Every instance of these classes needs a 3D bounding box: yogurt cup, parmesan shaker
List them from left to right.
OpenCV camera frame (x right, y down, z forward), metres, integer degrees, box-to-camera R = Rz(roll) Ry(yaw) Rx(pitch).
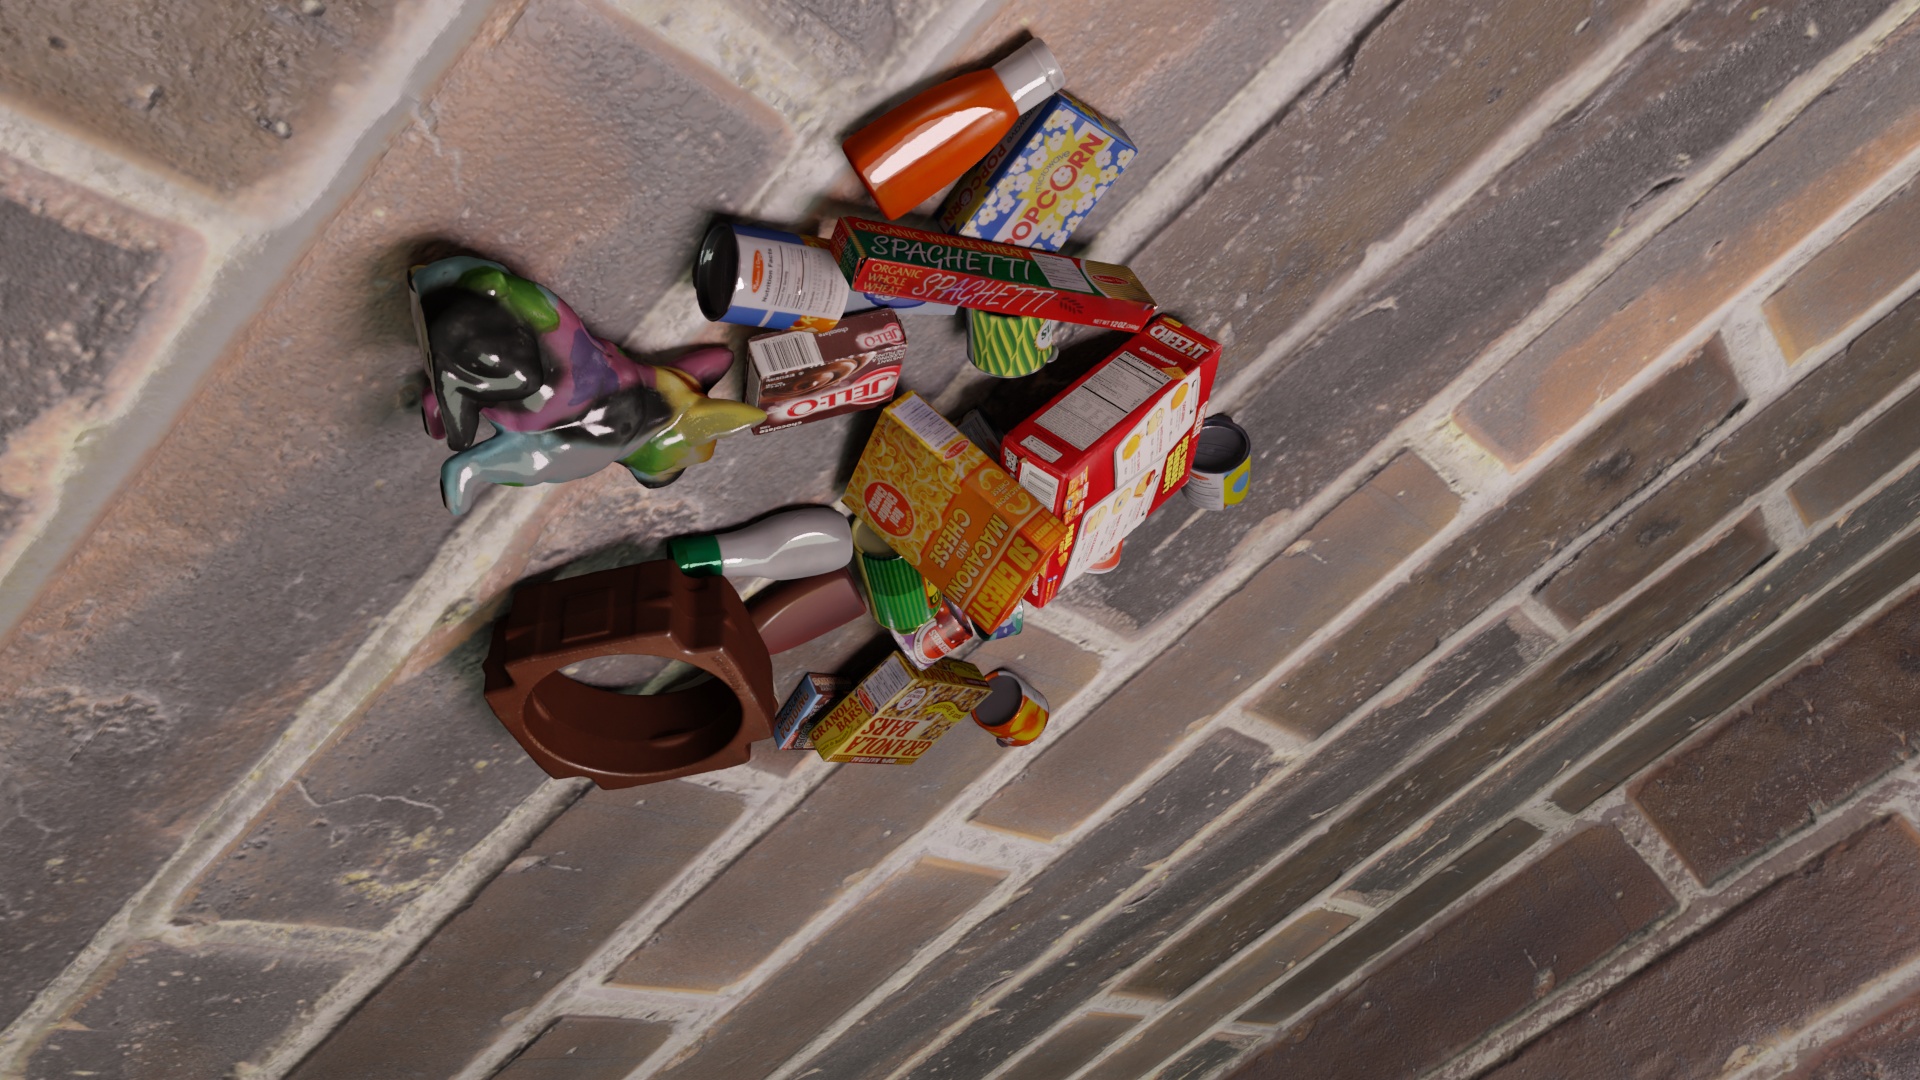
[{"bbox_3d":[-0.055,0.025,1.206,0.071,0.071,0.102,-22,142,-9],"label":"parmesan shaker"},{"bbox_3d":[0.122,-0.010,1.288,0.072,0.072,0.053,-4,128,-29],"label":"yogurt cup"}]

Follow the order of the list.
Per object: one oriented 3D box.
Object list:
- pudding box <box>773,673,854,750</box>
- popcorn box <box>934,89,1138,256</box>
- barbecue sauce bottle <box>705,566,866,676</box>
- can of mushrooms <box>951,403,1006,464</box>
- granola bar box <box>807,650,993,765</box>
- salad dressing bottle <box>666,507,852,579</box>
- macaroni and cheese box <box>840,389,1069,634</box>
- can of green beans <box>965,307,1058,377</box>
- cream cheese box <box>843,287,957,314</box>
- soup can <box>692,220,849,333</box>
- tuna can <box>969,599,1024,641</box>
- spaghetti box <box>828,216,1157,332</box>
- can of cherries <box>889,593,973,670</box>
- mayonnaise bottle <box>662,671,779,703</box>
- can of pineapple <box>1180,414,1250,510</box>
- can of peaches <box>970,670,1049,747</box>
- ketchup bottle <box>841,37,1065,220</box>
[{"bbox_3d":[-0.143,0.167,1.348,0.050,0.030,0.083,10,128,-39],"label":"pudding box"},{"bbox_3d":[0.053,-0.252,0.983,0.085,0.038,0.126,16,125,-44],"label":"popcorn box"},{"bbox_3d":[-0.160,0.071,1.216,0.149,0.044,0.064,-26,140,-3],"label":"barbecue sauce bottle"},{"bbox_3d":[0.022,-0.077,1.145,0.033,0.071,0.071,-36,142,10],"label":"can of mushrooms"},{"bbox_3d":[-0.057,0.167,1.365,0.124,0.039,0.165,-44,154,14],"label":"granola bar box"},{"bbox_3d":[-0.165,0.008,1.141,0.148,0.044,0.064,-9,140,-22],"label":"salad dressing bottle"},{"bbox_3d":[-0.007,-0.021,1.094,0.040,0.166,0.123,-41,168,-39],"label":"macaroni and cheese box"},{"bbox_3d":[0.037,-0.166,1.049,0.071,0.071,0.057,-18,141,-14],"label":"can of green beans"},{"bbox_3d":[-0.044,-0.191,1.003,0.104,0.024,0.053,-4,138,-29],"label":"cream cheese box"},{"bbox_3d":[-0.128,-0.176,0.936,0.084,0.071,0.071,2,133,-35],"label":"soup can"},{"bbox_3d":[0.031,0.061,1.310,0.033,0.071,0.070,-11,139,-20],"label":"tuna can"},{"bbox_3d":[0.027,-0.184,0.970,0.250,0.050,0.028,2,134,-33],"label":"spaghetti box"},{"bbox_3d":[-0.028,0.079,1.287,0.058,0.072,0.071,-34,143,6],"label":"can of cherries"},{"bbox_3d":[-0.238,0.154,1.249,0.148,0.065,0.041,-29,147,6],"label":"mayonnaise bottle"},{"bbox_3d":[0.237,-0.071,1.288,0.071,0.071,0.057,-24,143,-7],"label":"can of pineapple"},{"bbox_3d":[0.050,0.178,1.453,0.071,0.071,0.058,-36,142,10],"label":"can of peaches"},{"bbox_3d":[-0.002,-0.275,0.917,0.149,0.044,0.064,-32,144,4],"label":"ketchup bottle"}]
